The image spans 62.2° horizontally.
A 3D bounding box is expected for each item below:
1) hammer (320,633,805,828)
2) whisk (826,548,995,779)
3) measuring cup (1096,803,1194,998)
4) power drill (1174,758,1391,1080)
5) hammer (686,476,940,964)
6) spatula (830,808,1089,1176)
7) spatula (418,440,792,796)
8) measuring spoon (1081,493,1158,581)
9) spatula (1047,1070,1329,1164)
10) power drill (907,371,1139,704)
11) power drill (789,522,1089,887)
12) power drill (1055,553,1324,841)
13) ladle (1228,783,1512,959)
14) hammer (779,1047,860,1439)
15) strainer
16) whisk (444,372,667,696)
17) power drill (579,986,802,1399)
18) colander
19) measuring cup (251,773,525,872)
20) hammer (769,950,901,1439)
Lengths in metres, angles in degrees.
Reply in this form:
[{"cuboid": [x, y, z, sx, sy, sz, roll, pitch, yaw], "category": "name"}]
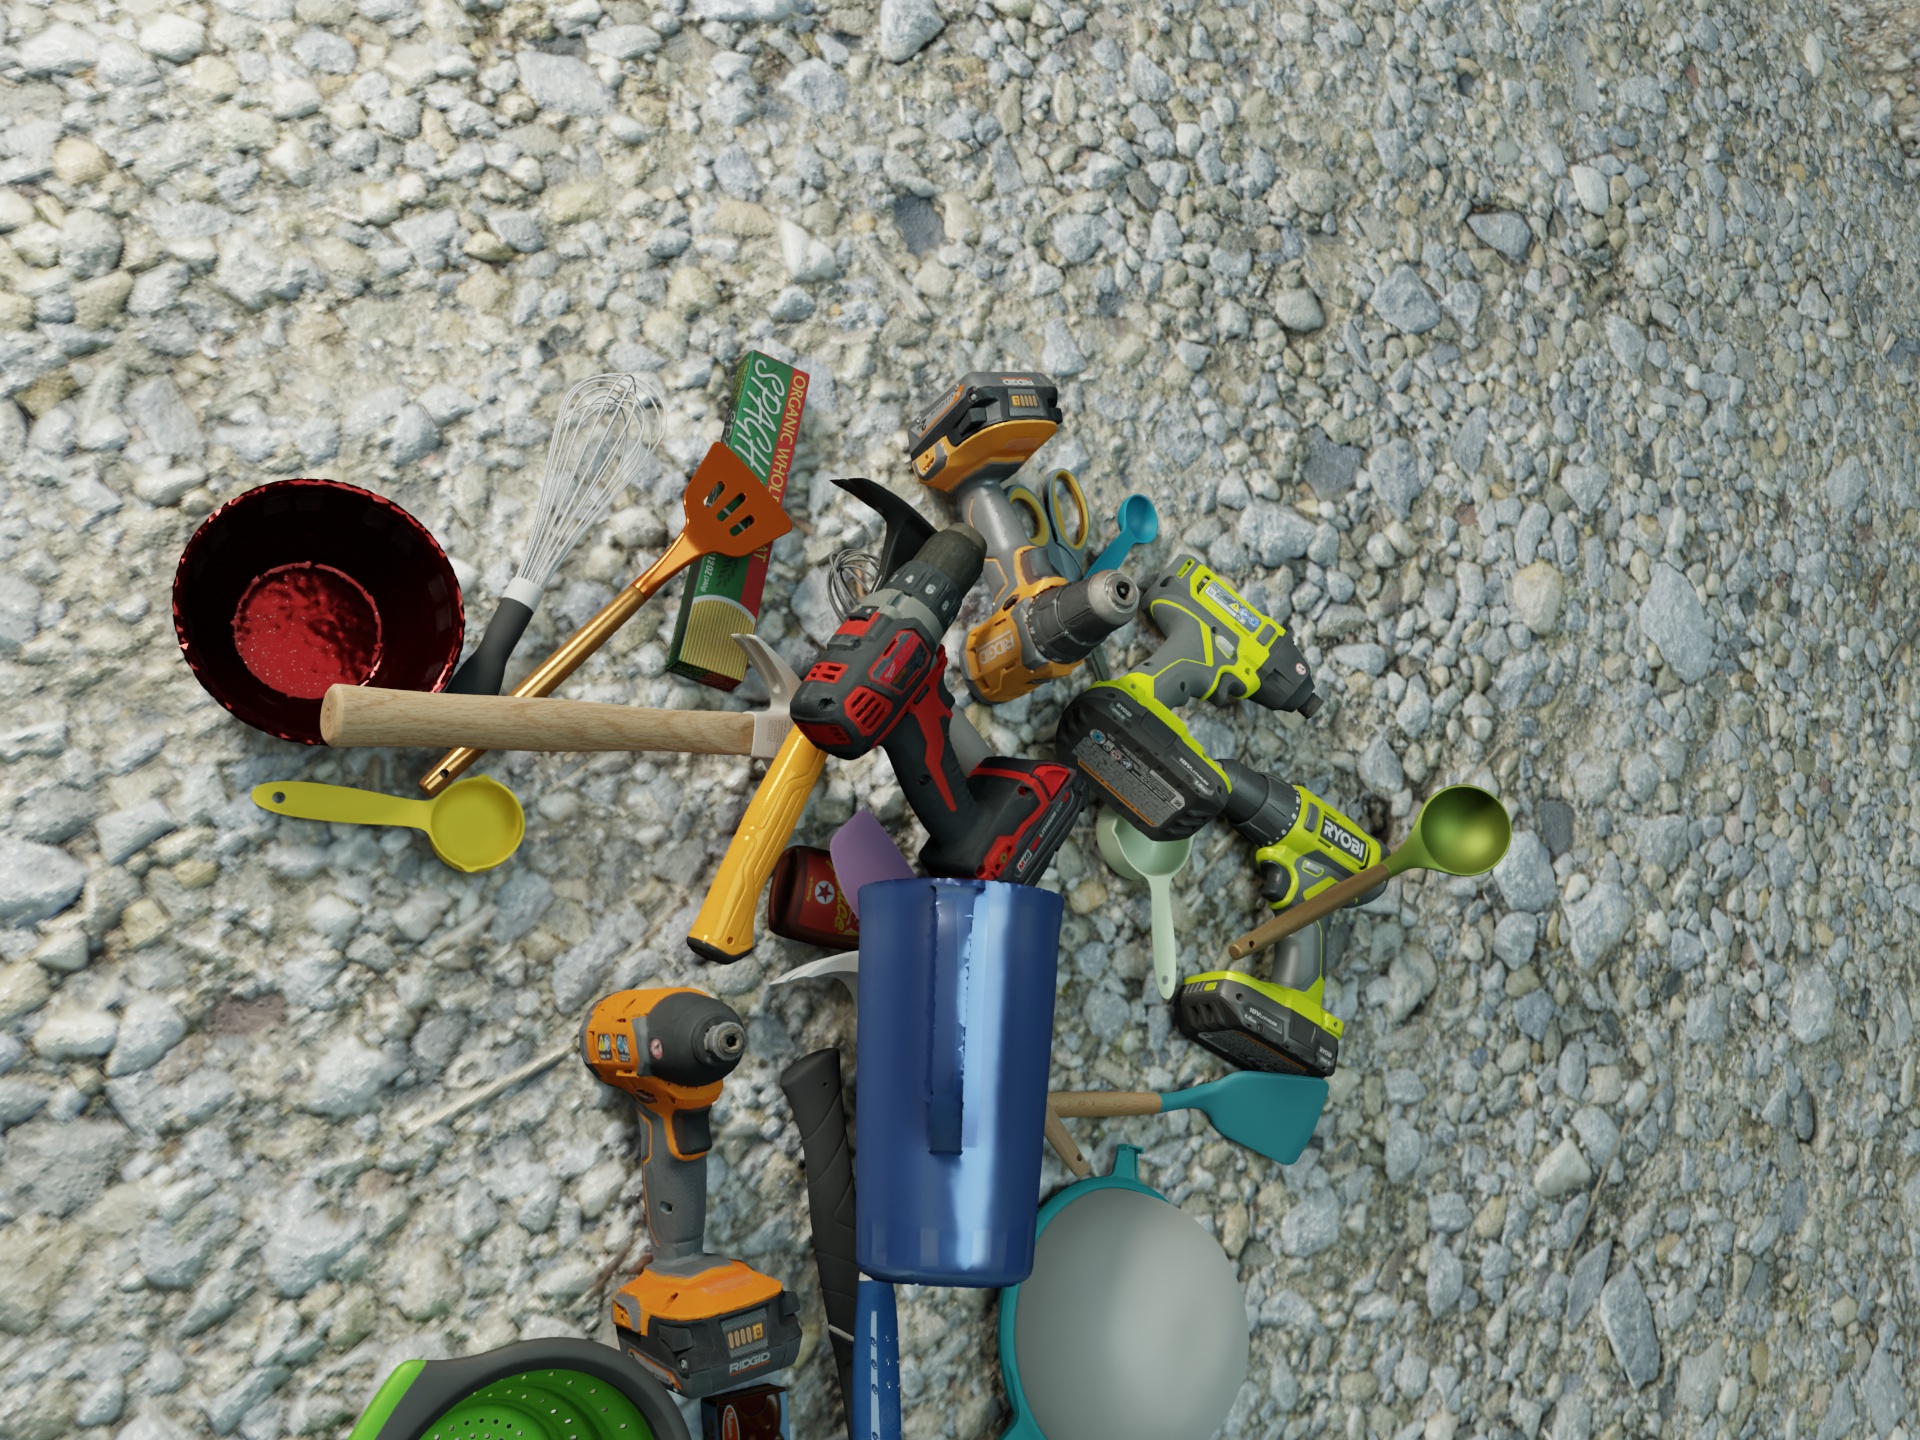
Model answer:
[{"cuboid": [-0.228, 0.002, 0.992, 0.331, 0.031, 0.130, 4, 91, -42], "category": "hammer"}, {"cuboid": [-0.026, -0.025, 1.173, 0.055, 0.055, 0.239, -42, 106, -32], "category": "whisk"}, {"cuboid": [0.145, 0.133, 1.243, 0.083, 0.038, 0.168, 2, 79, -32], "category": "measuring cup"}, {"cuboid": [0.250, 0.156, 1.281, 0.190, 0.080, 0.229, 32, 60, -23], "category": "power drill"}, {"cuboid": [-0.100, 0.002, 1.062, 0.127, 0.034, 0.337, 39, 67, -39], "category": "hammer"}, {"cuboid": [0.003, 0.199, 1.105, 0.060, 0.018, 0.315, -46, 110, -38], "category": "spatula"}, {"cuboid": [-0.229, -0.064, 1.032, 0.081, 0.041, 0.323, 49, 63, -13], "category": "spatula"}, {"cuboid": [0.122, -0.137, 1.300, 0.042, 0.021, 0.129, 54, 53, -23], "category": "measuring spoon"}, {"cuboid": [0.131, 0.292, 1.189, 0.317, 0.044, 0.082, 7, 113, -28], "category": "spatula"}, {"cuboid": [0.047, -0.140, 1.163, 0.084, 0.185, 0.226, -7, 79, -32], "category": "power drill"}, {"cuboid": [-0.002, -0.003, 1.087, 0.188, 0.080, 0.226, -55, 127, -27], "category": "power drill"}, {"cuboid": [0.187, -0.015, 1.252, 0.171, 0.080, 0.223, 41, 50, 1], "category": "power drill"}, {"cuboid": [0.330, 0.126, 1.269, 0.320, 0.062, 0.078, -19, 82, -37], "category": "ladle"}, {"cuboid": [-0.064, 0.422, 1.041, 0.149, 0.036, 0.409, -3, 80, -34], "category": "hammer"}, {"cuboid": [0.094, 0.455, 1.074, 0.340, 0.095, 0.211, -34, 98, -41], "category": "strainer"}, {"cuboid": [-0.269, -0.108, 1.032, 0.070, 0.070, 0.285, 30, 69, -23], "category": "whisk"}, {"cuboid": [-0.159, 0.271, 0.942, 0.084, 0.164, 0.226, -6, 83, -35], "category": "power drill"}, {"cuboid": [-0.199, 0.488, 0.909, 0.396, 0.094, 0.205, 41, 60, -25], "category": "colander"}, {"cuboid": [-0.345, 0.058, 0.965, 0.156, 0.029, 0.062, 10, 70, -18], "category": "measuring cup"}, {"cuboid": [-0.059, 0.345, 1.011, 0.144, 0.035, 0.406, 20, 59, -44], "category": "hammer"}]
